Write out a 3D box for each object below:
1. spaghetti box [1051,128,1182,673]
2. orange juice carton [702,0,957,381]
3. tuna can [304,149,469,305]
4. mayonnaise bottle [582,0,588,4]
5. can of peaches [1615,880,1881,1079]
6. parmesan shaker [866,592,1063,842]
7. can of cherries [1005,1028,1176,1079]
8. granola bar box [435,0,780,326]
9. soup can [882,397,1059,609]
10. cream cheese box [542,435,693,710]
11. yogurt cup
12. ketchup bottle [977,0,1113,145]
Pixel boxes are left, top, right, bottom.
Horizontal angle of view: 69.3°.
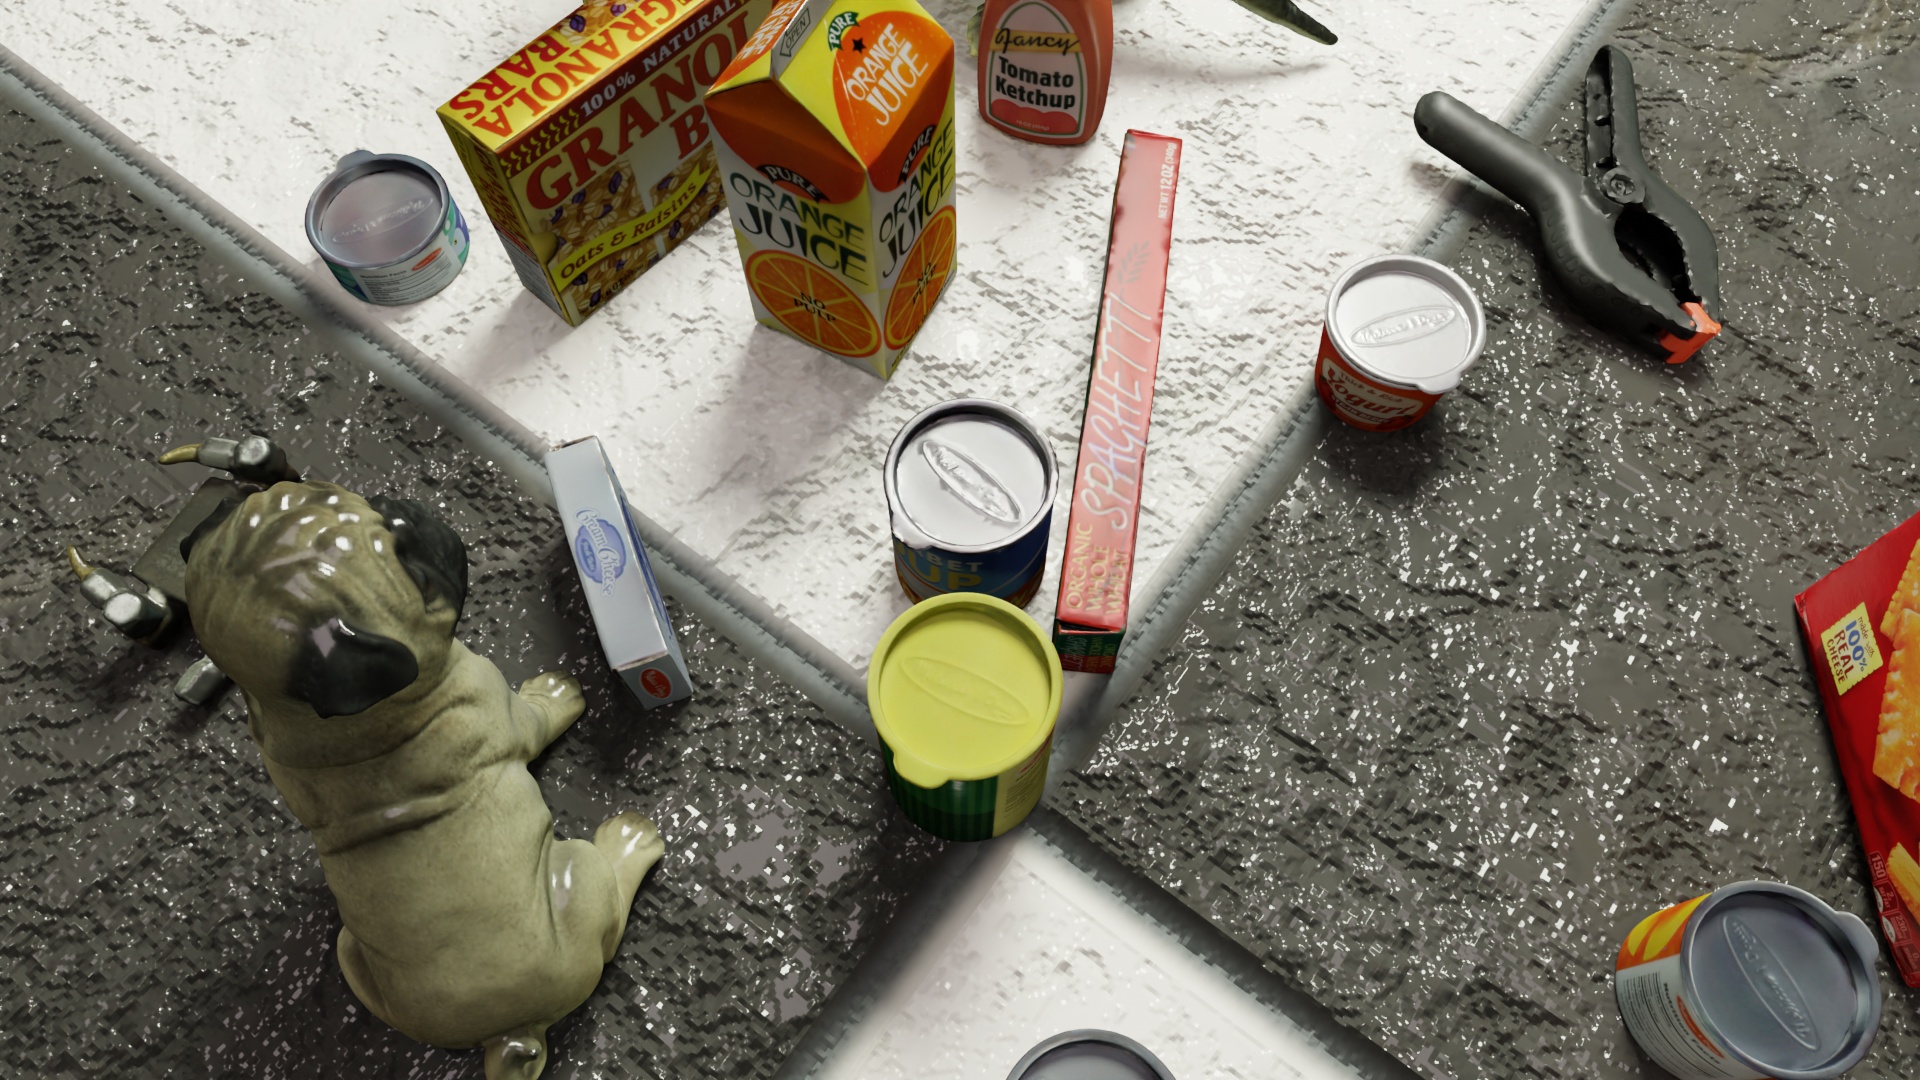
[{"bbox_3d":[0.069,-0.065,0.605,0.029,0.050,0.251,8,65,4],"label":"spaghetti box"},{"bbox_3d":[-0.048,-0.154,0.567,0.073,0.192,0.072,26,68,11],"label":"orange juice carton"},{"bbox_3d":[-0.269,-0.147,0.652,0.071,0.032,0.071,0,65,0],"label":"tuna can"},{"bbox_3d":[-0.161,-0.271,0.646,0.041,0.147,0.065,-13,66,-6],"label":"mayonnaise bottle"},{"bbox_3d":[0.280,0.159,0.496,0.071,0.057,0.071,0,65,0],"label":"can of peaches"},{"bbox_3d":[0.000,0.071,0.512,0.071,0.102,0.071,0,65,0],"label":"parmesan shaker"},{"bbox_3d":[0.041,0.206,0.474,0.071,0.058,0.072,0,65,0],"label":"can of cherries"},{"bbox_3d":[-0.137,-0.188,0.621,0.039,0.123,0.166,40,71,16],"label":"granola bar box"},{"bbox_3d":[0.002,-0.007,0.559,0.071,0.083,0.071,0,65,0],"label":"soup can"},{"bbox_3d":[-0.139,0.014,0.566,0.024,0.053,0.104,-20,67,-9],"label":"cream cheese box"},{"bbox_3d":[0.189,-0.084,0.611,0.072,0.053,0.072,0,65,0],"label":"yogurt cup"},{"bbox_3d":[0.041,-0.246,0.635,0.065,0.148,0.044,15,66,7],"label":"ketchup bottle"}]
